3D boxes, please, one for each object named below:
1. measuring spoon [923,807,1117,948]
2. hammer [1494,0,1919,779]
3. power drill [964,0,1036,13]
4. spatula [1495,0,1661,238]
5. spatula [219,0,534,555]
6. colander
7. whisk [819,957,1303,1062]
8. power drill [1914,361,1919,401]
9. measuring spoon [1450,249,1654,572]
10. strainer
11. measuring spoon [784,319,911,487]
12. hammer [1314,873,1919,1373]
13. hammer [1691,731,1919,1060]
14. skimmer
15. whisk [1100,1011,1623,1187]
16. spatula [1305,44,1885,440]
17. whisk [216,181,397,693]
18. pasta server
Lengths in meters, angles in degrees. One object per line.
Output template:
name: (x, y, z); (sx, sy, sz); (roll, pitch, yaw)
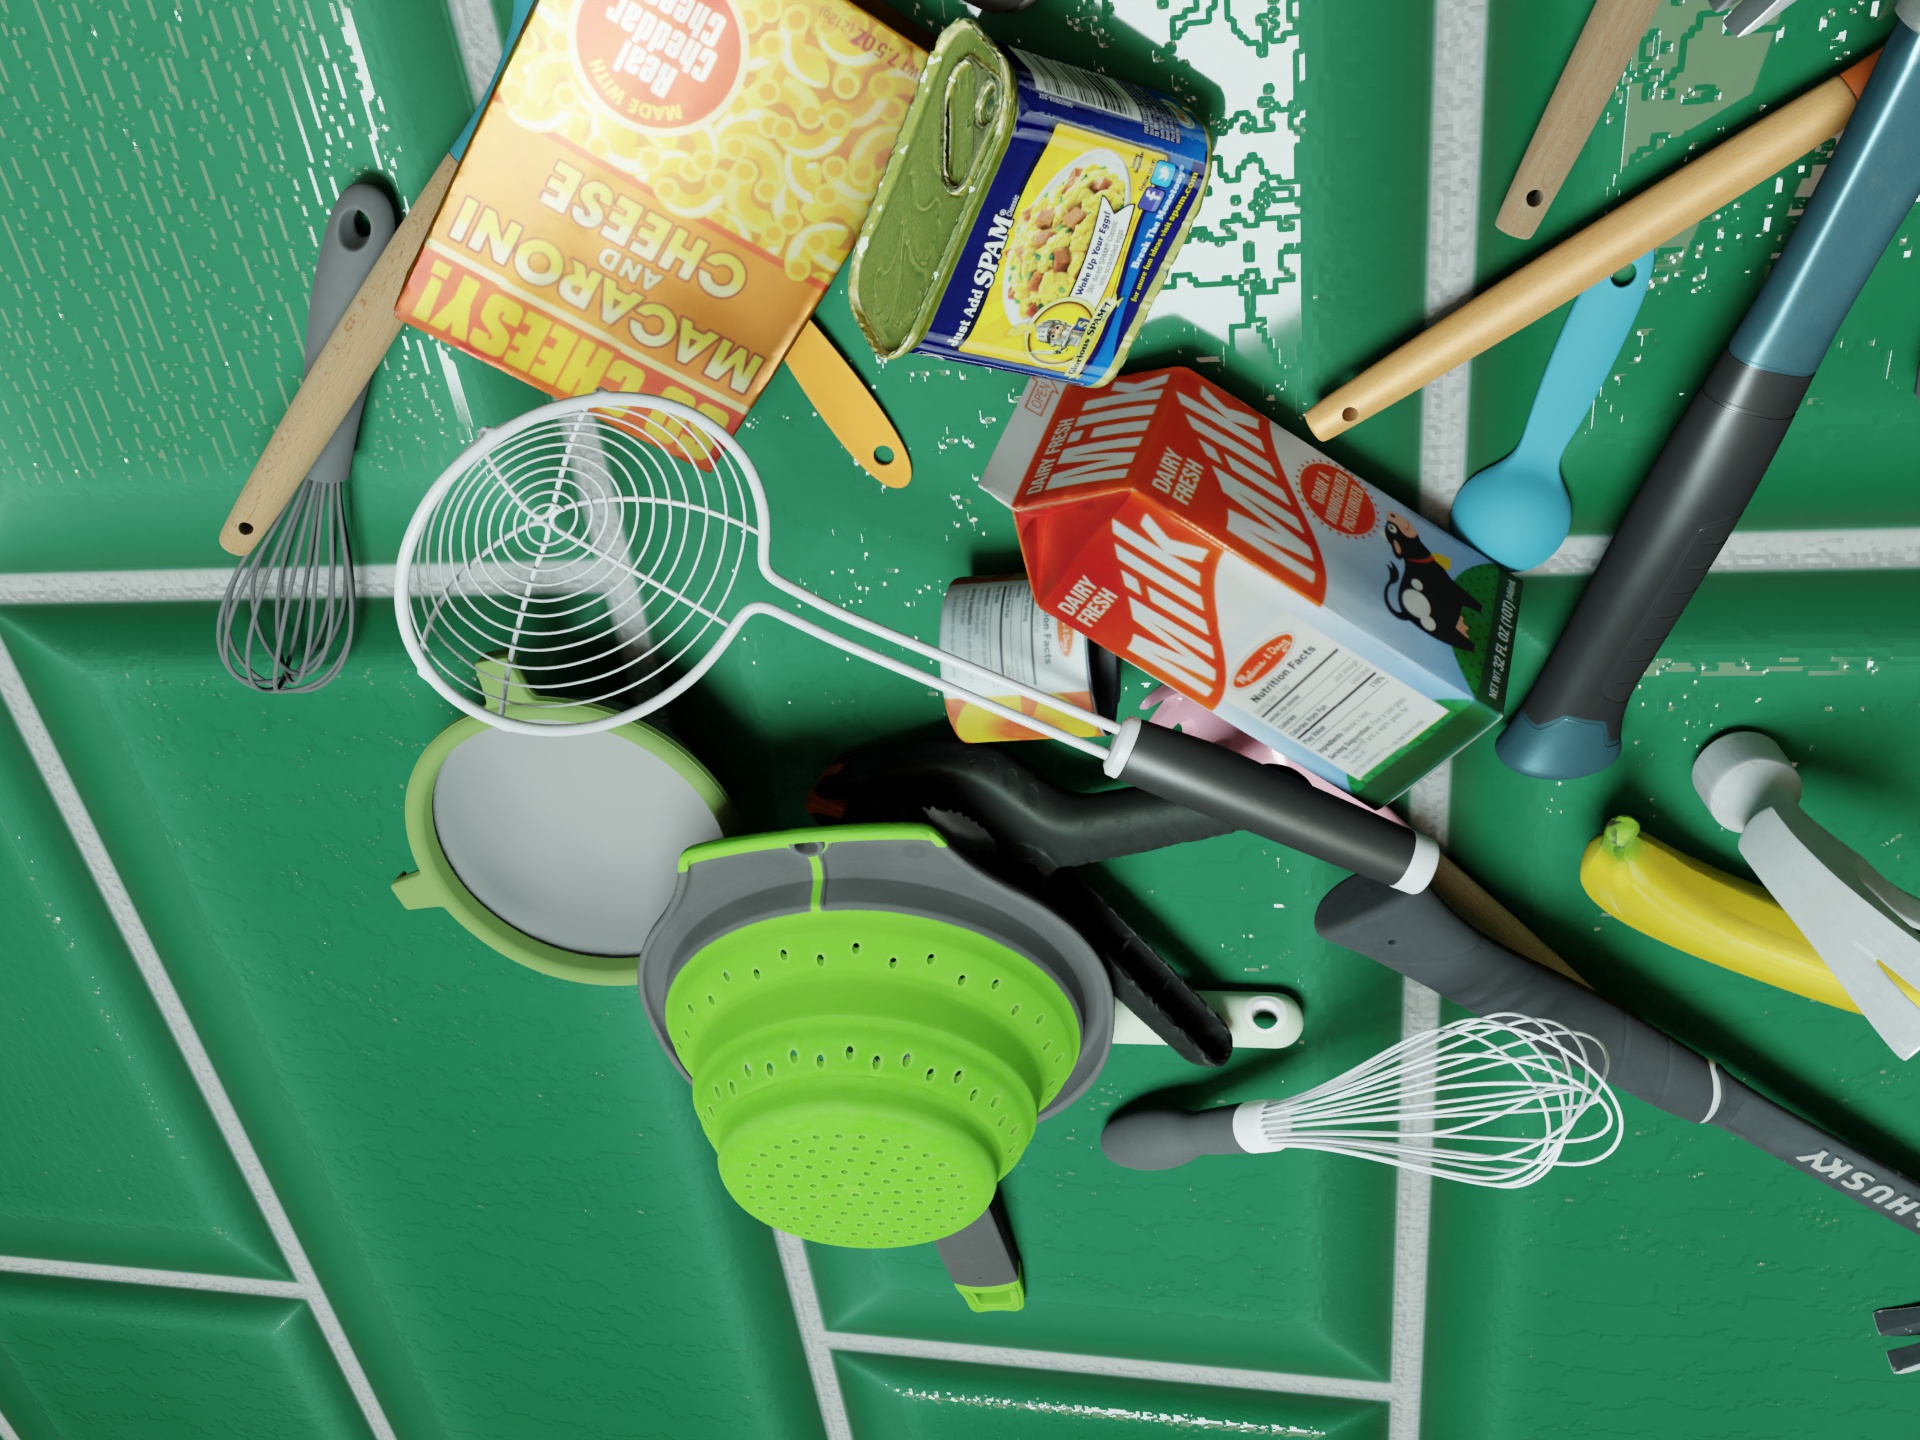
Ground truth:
measuring spoon: (0.026, 0.068, 0.710); (0.124, 0.018, 0.034); (47, 123, -9)
hammer: (0.253, -0.103, 0.506); (0.128, 0.033, 0.330); (11, 132, -1)
power drill: (0.036, -0.311, 0.414); (0.226, 0.084, 0.185); (-23, 132, 26)
spatula: (0.223, -0.284, 0.433); (0.060, 0.018, 0.315); (20, 123, 0)
spatula: (-0.191, -0.175, 0.565); (0.082, 0.044, 0.317); (31, 113, -25)
colander: (-0.022, 0.208, 0.710); (0.204, 0.095, 0.396); (-6, 135, 11)
whisk: (0.033, 0.136, 0.736); (0.246, 0.058, 0.059); (0, 156, 10)
power drill: (0.440, -0.101, 0.466); (0.228, 0.080, 0.190); (36, 123, -8)
measuring spoon: (0.208, -0.105, 0.549); (0.042, 0.021, 0.128); (16, 124, 3)
strainer: (-0.112, 0.062, 0.706); (0.256, 0.069, 0.151); (25, 123, -9)
measuring spoon: (-0.054, -0.135, 0.600); (0.021, 0.011, 0.116); (-29, 116, 19)
hammer: (0.322, 0.165, 0.667); (0.408, 0.036, 0.149); (28, 126, -12)
hammer: (0.465, 0.124, 0.587); (0.405, 0.144, 0.035); (23, 119, -10)
skimmer: (-0.001, -0.002, 0.538); (0.363, 0.090, 0.127); (22, 112, -4)
whisk: (0.152, 0.170, 0.675); (0.070, 0.070, 0.284); (43, 145, -15)
spatula: (0.247, -0.172, 0.482); (0.322, 0.041, 0.081); (-31, 119, 26)
whisk: (-0.263, -0.106, 0.648); (0.055, 0.055, 0.238); (24, 120, -3)
pasta server: (0.200, 0.074, 0.657); (0.316, 0.040, 0.060); (40, 141, -15)
